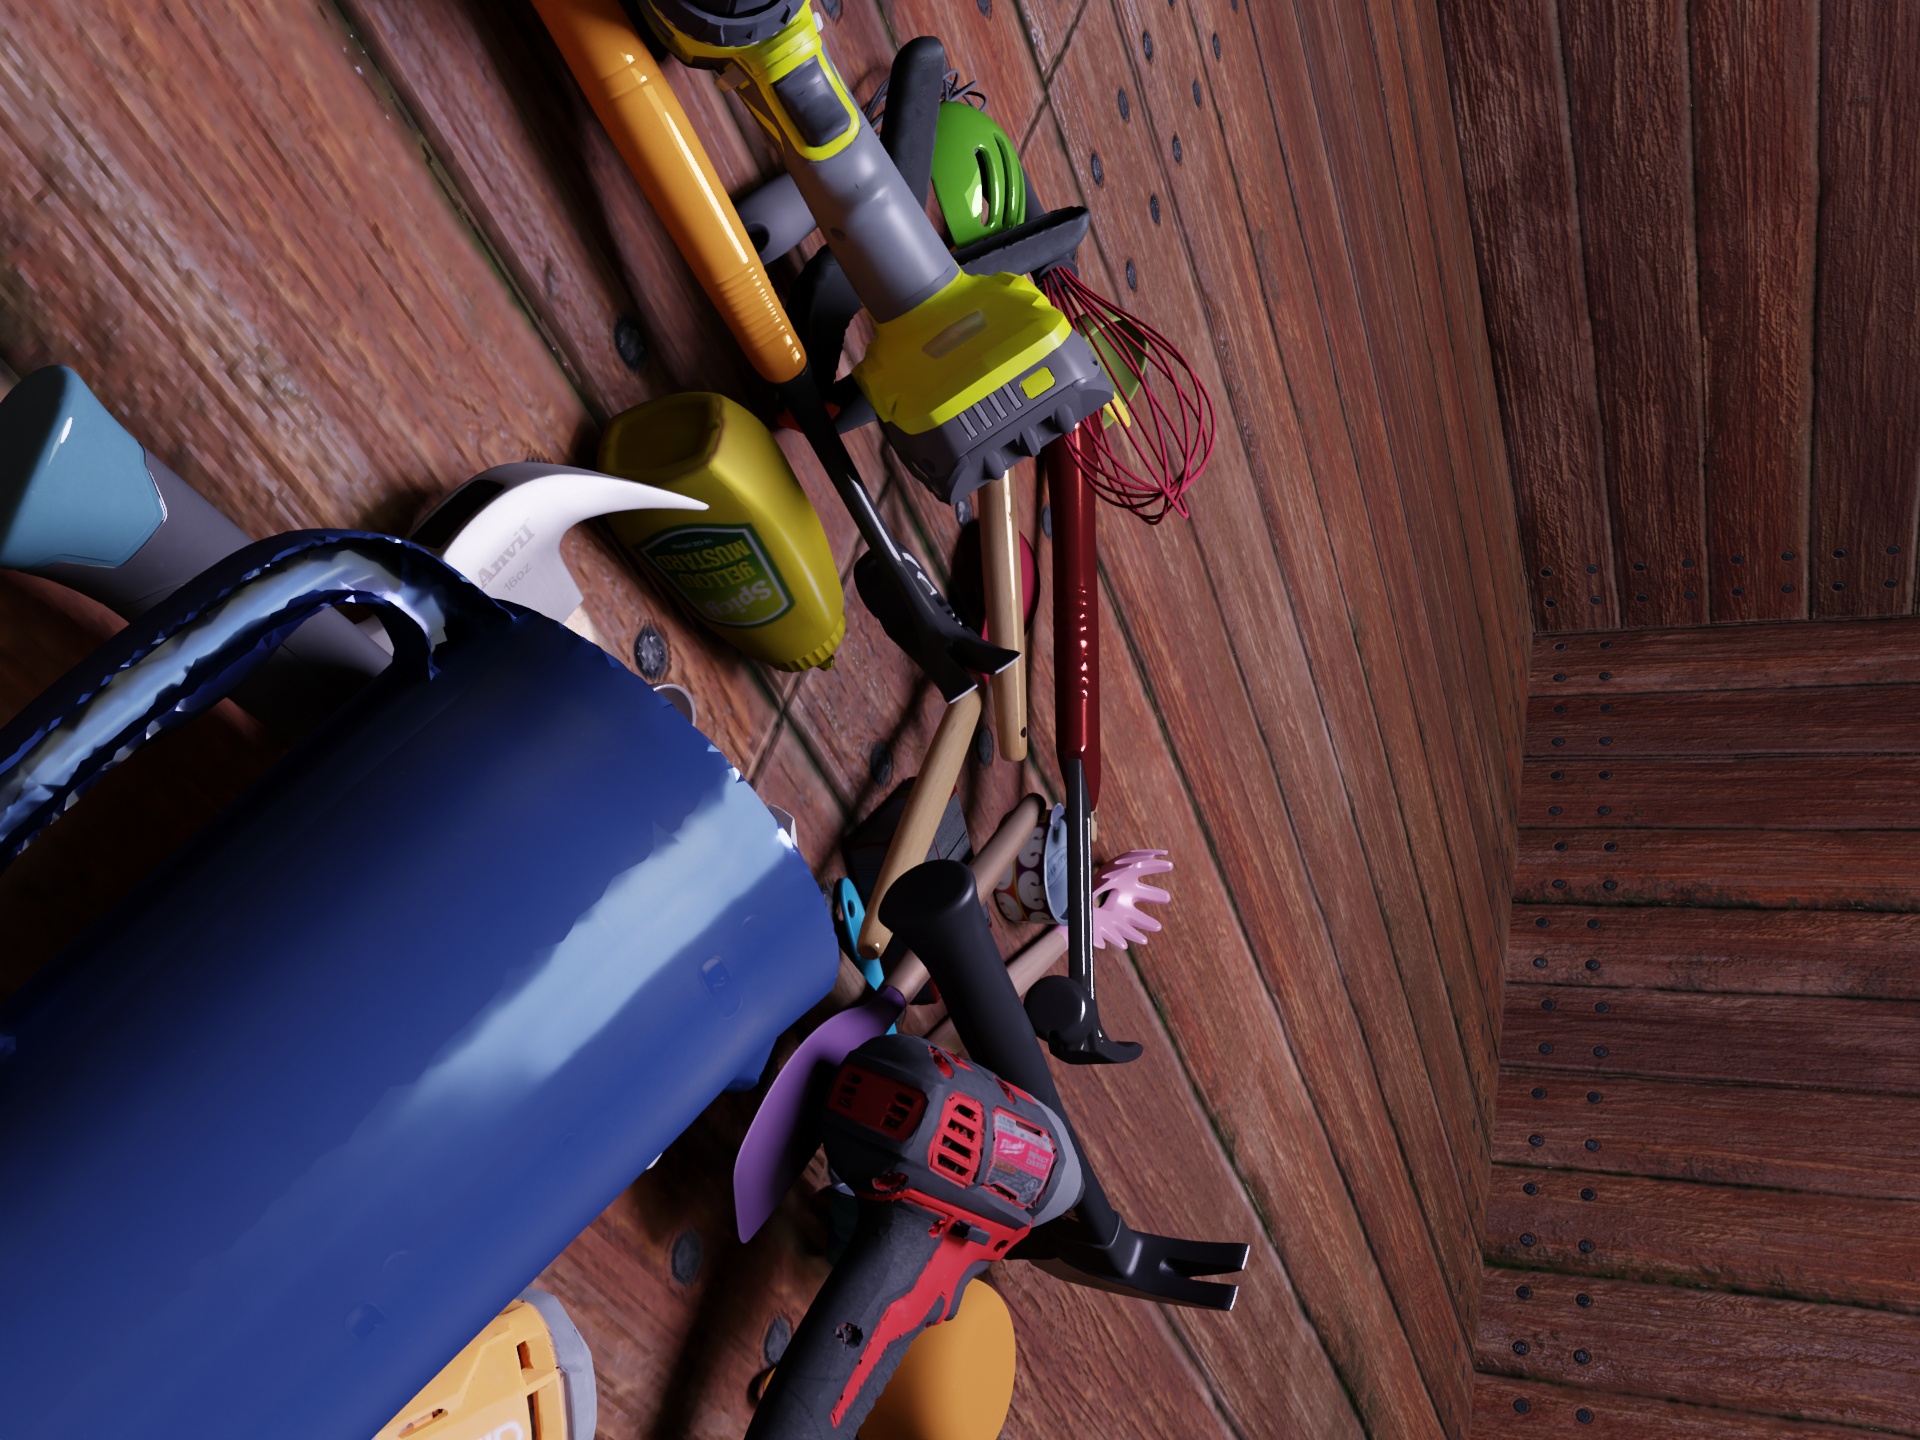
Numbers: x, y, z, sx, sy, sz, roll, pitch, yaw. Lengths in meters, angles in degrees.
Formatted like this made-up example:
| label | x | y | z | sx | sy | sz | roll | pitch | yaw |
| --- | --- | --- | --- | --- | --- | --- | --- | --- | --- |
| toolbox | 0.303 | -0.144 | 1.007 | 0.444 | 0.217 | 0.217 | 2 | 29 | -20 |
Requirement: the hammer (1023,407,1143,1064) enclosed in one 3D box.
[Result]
| label | x | y | z | sx | sy | sz | roll | pitch | yaw |
| --- | --- | --- | --- | --- | --- | --- | --- | --- | --- |
| hammer | 0.065 | -0.001 | 0.848 | 0.149 | 0.037 | 0.359 | 45 | 43 | -66 |

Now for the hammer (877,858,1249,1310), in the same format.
| label | x | y | z | sx | sy | sz | roll | pitch | yaw |
| --- | --- | --- | --- | --- | --- | --- | --- | --- | --- |
| hammer | 0.036 | 0.174 | 0.716 | 0.035 | 0.146 | 0.334 | -63 | 147 | -35 |

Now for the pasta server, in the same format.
| label | x | y | z | sx | sy | sz | roll | pitch | yaw |
| --- | --- | --- | --- | --- | --- | --- | --- | --- | --- |
| pasta server | 0.050 | 0.137 | 0.903 | 0.316 | 0.040 | 0.060 | -27 | 123 | -60 |

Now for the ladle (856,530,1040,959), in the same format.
| label | x | y | z | sx | sy | sz | roll | pitch | yaw |
| --- | --- | --- | --- | --- | --- | --- | --- | --- | --- |
| ladle | -0.001 | -0.002 | 0.778 | 0.316 | 0.031 | 0.069 | -69 | 148 | -48 |

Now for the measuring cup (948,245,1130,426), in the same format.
| label | x | y | z | sx | sy | sz | roll | pitch | yaw |
| --- | --- | --- | --- | --- | --- | --- | --- | --- | --- |
| measuring cup | 0.042 | -0.205 | 0.877 | 0.156 | 0.029 | 0.062 | 38 | 42 | -40 |

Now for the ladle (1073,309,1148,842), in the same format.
| label | x | y | z | sx | sy | sz | roll | pitch | yaw |
| --- | --- | --- | --- | --- | --- | --- | --- | --- | --- |
| ladle | 0.080 | -0.088 | 0.924 | 0.078 | 0.062 | 0.320 | 25 | 61 | -58 |

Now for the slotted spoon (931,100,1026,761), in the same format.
| label | x | y | z | sx | sy | sz | roll | pitch | yaw |
| --- | --- | --- | --- | --- | --- | --- | --- | --- | --- |
| slotted spoon | 0.017 | -0.135 | 0.763 | 0.070 | 0.031 | 0.313 | -18 | 107 | -54 |

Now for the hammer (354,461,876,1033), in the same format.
| label | x | y | z | sx | sy | sz | roll | pitch | yaw |
| --- | --- | --- | --- | --- | --- | --- | --- | --- | --- |
| hammer | -0.097 | 0.036 | 0.592 | 0.130 | 0.031 | 0.331 | -55 | 143 | -22 |

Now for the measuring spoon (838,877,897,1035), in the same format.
| label | x | y | z | sx | sy | sz | roll | pitch | yaw |
| --- | --- | --- | --- | --- | --- | --- | --- | --- | --- |
| measuring spoon | -0.045 | 0.136 | 0.740 | 0.042 | 0.021 | 0.128 | -27 | 103 | -70 |

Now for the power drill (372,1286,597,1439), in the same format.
| label | x | y | z | sx | sy | sz | roll | pitch | yaw |
| --- | --- | --- | --- | --- | --- | --- | --- | --- | --- |
| power drill | -0.167 | 0.285 | 0.409 | 0.185 | 0.084 | 0.226 | -1 | 85 | -62 |

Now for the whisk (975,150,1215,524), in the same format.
| label | x | y | z | sx | sy | sz | roll | pitch | yaw |
| --- | --- | --- | --- | --- | --- | --- | --- | --- | --- |
| whisk | 0.055 | -0.209 | 0.795 | 0.073 | 0.073 | 0.296 | 47 | 18 | -53 |

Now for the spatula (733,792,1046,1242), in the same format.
| label | x | y | z | sx | sy | sz | roll | pitch | yaw |
| --- | --- | --- | --- | --- | --- | --- | --- | --- | --- |
| spatula | -0.021 | 0.108 | 0.707 | 0.316 | 0.018 | 0.059 | -47 | 142 | -56 |

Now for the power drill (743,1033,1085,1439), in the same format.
| label | x | y | z | sx | sy | sz | roll | pitch | yaw |
| --- | --- | --- | --- | --- | --- | --- | --- | --- | --- |
| power drill | -0.024 | 0.243 | 0.621 | 0.143 | 0.079 | 0.220 | 38 | 70 | -45 |

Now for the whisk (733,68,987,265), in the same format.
| label | x | y | z | sx | sy | sz | roll | pitch | yaw |
| --- | --- | --- | --- | --- | --- | --- | --- | --- | --- |
| whisk | -0.048 | -0.251 | 0.725 | 0.239 | 0.055 | 0.055 | -53 | 135 | -46 |

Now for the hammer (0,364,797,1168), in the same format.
| label | x | y | z | sx | sy | sz | roll | pitch | yaw |
| --- | --- | --- | --- | --- | --- | --- | --- | --- | --- |
| hammer | -0.143 | 0.025 | 0.462 | 0.128 | 0.033 | 0.330 | -56 | 144 | -16 |

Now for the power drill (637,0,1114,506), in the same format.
| label | x | y | z | sx | sy | sz | roll | pitch | yaw |
| --- | --- | --- | --- | --- | --- | --- | --- | --- | --- |
| power drill | -0.038 | -0.195 | 0.564 | 0.228 | 0.080 | 0.191 | 56 | 2 | -22 |

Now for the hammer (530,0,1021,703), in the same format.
| label | x | y | z | sx | sy | sz | roll | pitch | yaw |
| --- | --- | --- | --- | --- | --- | --- | --- | --- | --- |
| hammer | -0.079 | -0.155 | 0.583 | 0.336 | 0.034 | 0.127 | 60 | -6 | -30 |

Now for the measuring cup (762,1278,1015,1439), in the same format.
| label | x | y | z | sx | sy | sz | roll | pitch | yaw |
| --- | --- | --- | --- | --- | --- | --- | --- | --- | --- |
| measuring cup | -0.026 | 0.297 | 0.719 | 0.173 | 0.052 | 0.095 | 33 | 59 | -61 |

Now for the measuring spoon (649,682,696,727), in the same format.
| label | x | y | z | sx | sy | sz | roll | pitch | yaw |
| --- | --- | --- | --- | --- | --- | --- | --- | --- | --- |
| measuring spoon | -0.140 | -0.011 | 0.556 | 0.124 | 0.018 | 0.034 | 28 | 82 | -53 |
